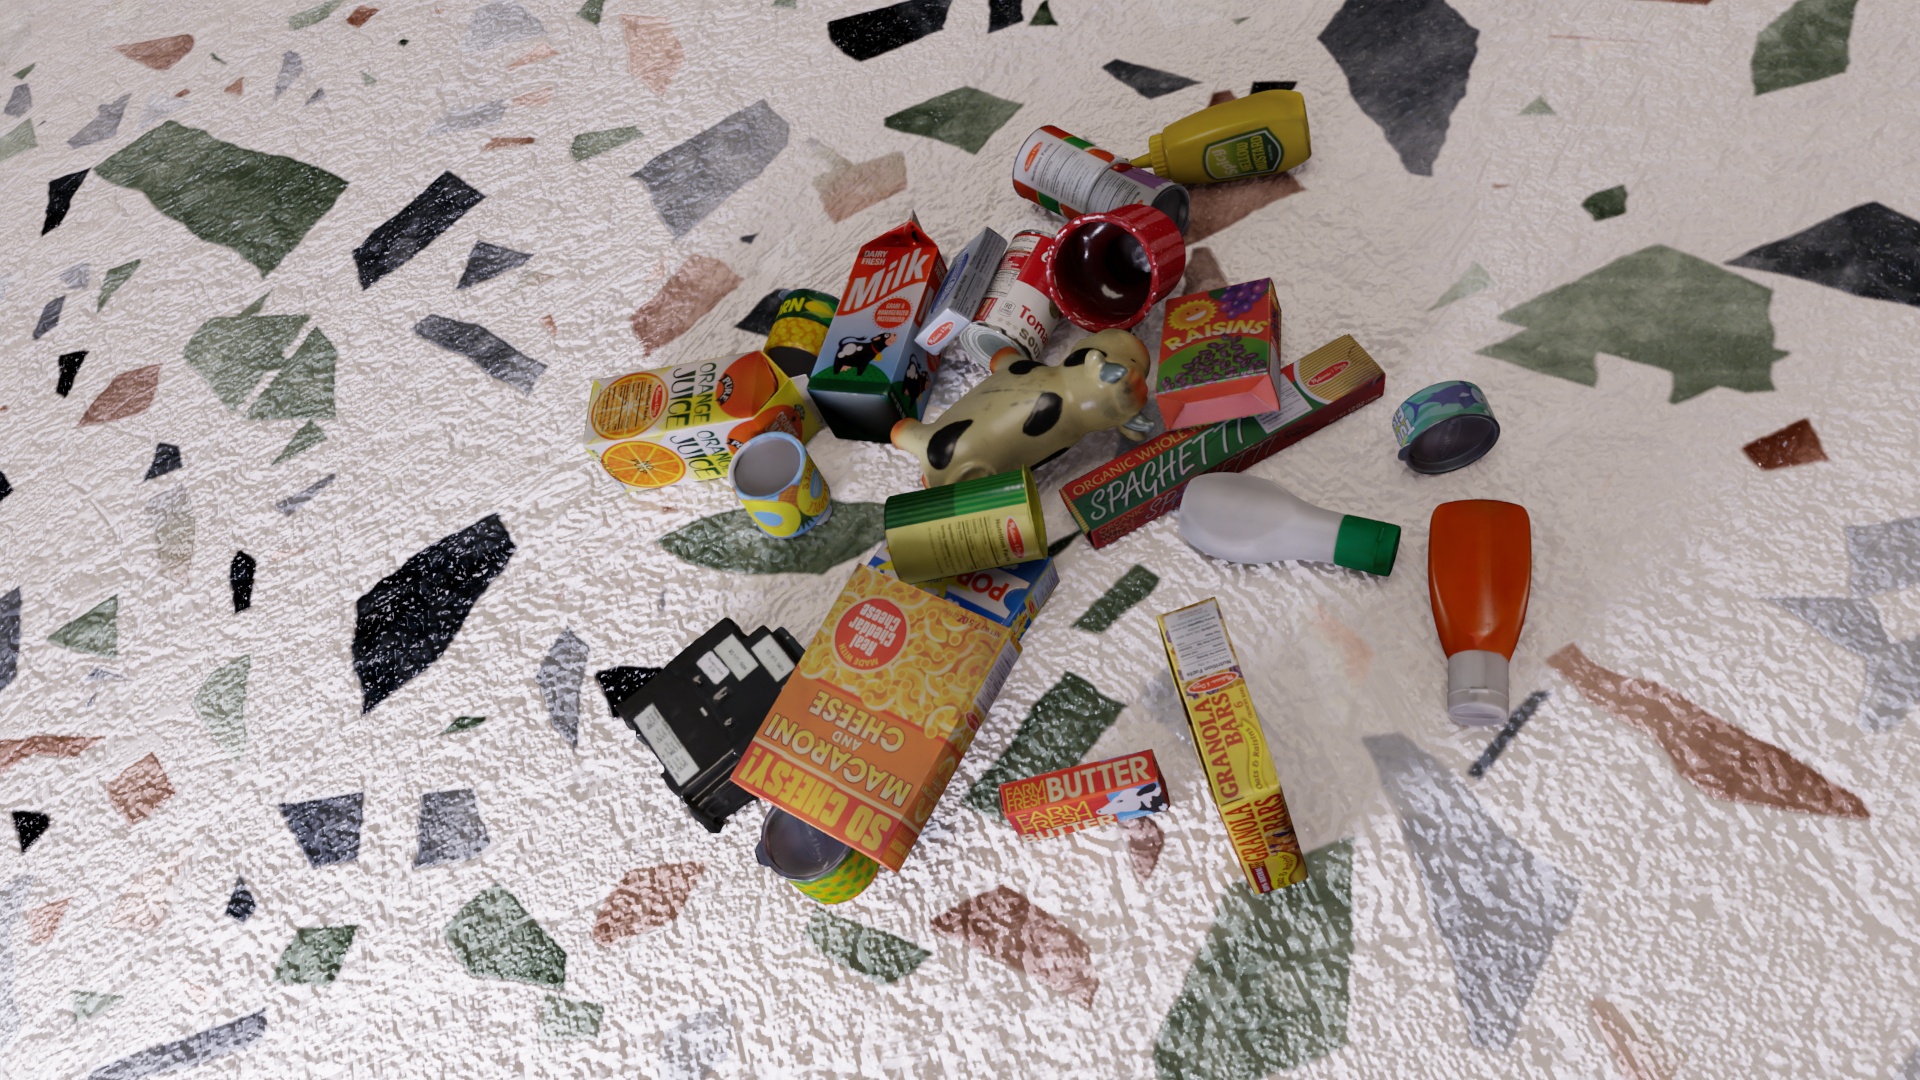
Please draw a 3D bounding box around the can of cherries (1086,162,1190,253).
[{"bbox_3d":[0.148,-0.271,1.148,0.058,0.071,0.071,33,73,32],"label":"can of cherries"}]

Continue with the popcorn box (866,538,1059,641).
[{"bbox_3d":[-0.003,0.030,1.020,0.127,0.038,0.085,25,68,29],"label":"popcorn box"}]

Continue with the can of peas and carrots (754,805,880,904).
[{"bbox_3d":[-0.094,0.204,0.927,0.071,0.058,0.071,-8,57,13],"label":"can of peas and carrots"}]

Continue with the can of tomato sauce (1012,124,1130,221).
[{"bbox_3d":[0.098,-0.308,1.185,0.083,0.071,0.071,35,74,31],"label":"can of tomato sauce"}]

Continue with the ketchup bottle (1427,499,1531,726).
[{"bbox_3d":[0.337,0.045,0.902,0.065,0.043,0.149,2,60,19],"label":"ketchup bottle"}]

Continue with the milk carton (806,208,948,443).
[{"bbox_3d":[-0.055,-0.179,1.146,0.073,0.072,0.191,6,61,21],"label":"milk carton"}]

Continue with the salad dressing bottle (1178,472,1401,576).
[{"bbox_3d":[0.229,-0.008,0.970,0.148,0.043,0.064,14,64,23],"label":"salad dressing bottle"}]

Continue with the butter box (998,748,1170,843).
[{"bbox_3d":[0.081,0.167,0.900,0.103,0.053,0.024,-15,54,8],"label":"butter box"}]

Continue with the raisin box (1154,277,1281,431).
[{"bbox_3d":[0.195,-0.141,1.041,0.086,0.040,0.124,-10,41,22],"label":"raisin box"}]

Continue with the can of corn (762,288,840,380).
[{"bbox_3d":[-0.129,-0.169,1.164,0.071,0.071,0.058,6,62,21],"label":"can of corn"}]

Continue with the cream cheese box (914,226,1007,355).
[{"bbox_3d":[0.001,-0.199,1.107,0.053,0.024,0.104,-35,26,49],"label":"cream cheese box"}]

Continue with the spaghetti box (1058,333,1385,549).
[{"bbox_3d":[0.193,-0.073,1.030,0.250,0.028,0.050,-28,55,-2],"label":"spaghetti box"}]

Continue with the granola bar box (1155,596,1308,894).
[{"bbox_3d":[0.164,0.127,0.832,0.039,0.165,0.125,-19,56,8],"label":"granola bar box"}]

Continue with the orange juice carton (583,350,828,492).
[{"bbox_3d":[-0.204,-0.100,1.143,0.192,0.071,0.073,-8,57,13],"label":"orange juice carton"}]

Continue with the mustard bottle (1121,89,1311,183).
[{"bbox_3d":[0.211,-0.331,1.167,0.160,0.065,0.049,-9,52,18],"label":"mustard bottle"}]

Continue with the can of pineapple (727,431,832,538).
[{"bbox_3d":[-0.141,-0.044,1.097,0.071,0.057,0.071,-8,57,12],"label":"can of pineapple"}]

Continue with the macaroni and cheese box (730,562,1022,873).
[{"bbox_3d":[-0.053,0.112,0.903,0.124,0.040,0.167,22,72,27],"label":"macaroni and cheese box"}]

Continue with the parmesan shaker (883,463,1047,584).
[{"bbox_3d":[0.003,-0.012,0.977,0.103,0.071,0.071,-11,57,10],"label":"parmesan shaker"}]

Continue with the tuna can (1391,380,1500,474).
[{"bbox_3d":[0.334,-0.078,0.966,0.071,0.070,0.033,-15,55,8],"label":"tuna can"}]
